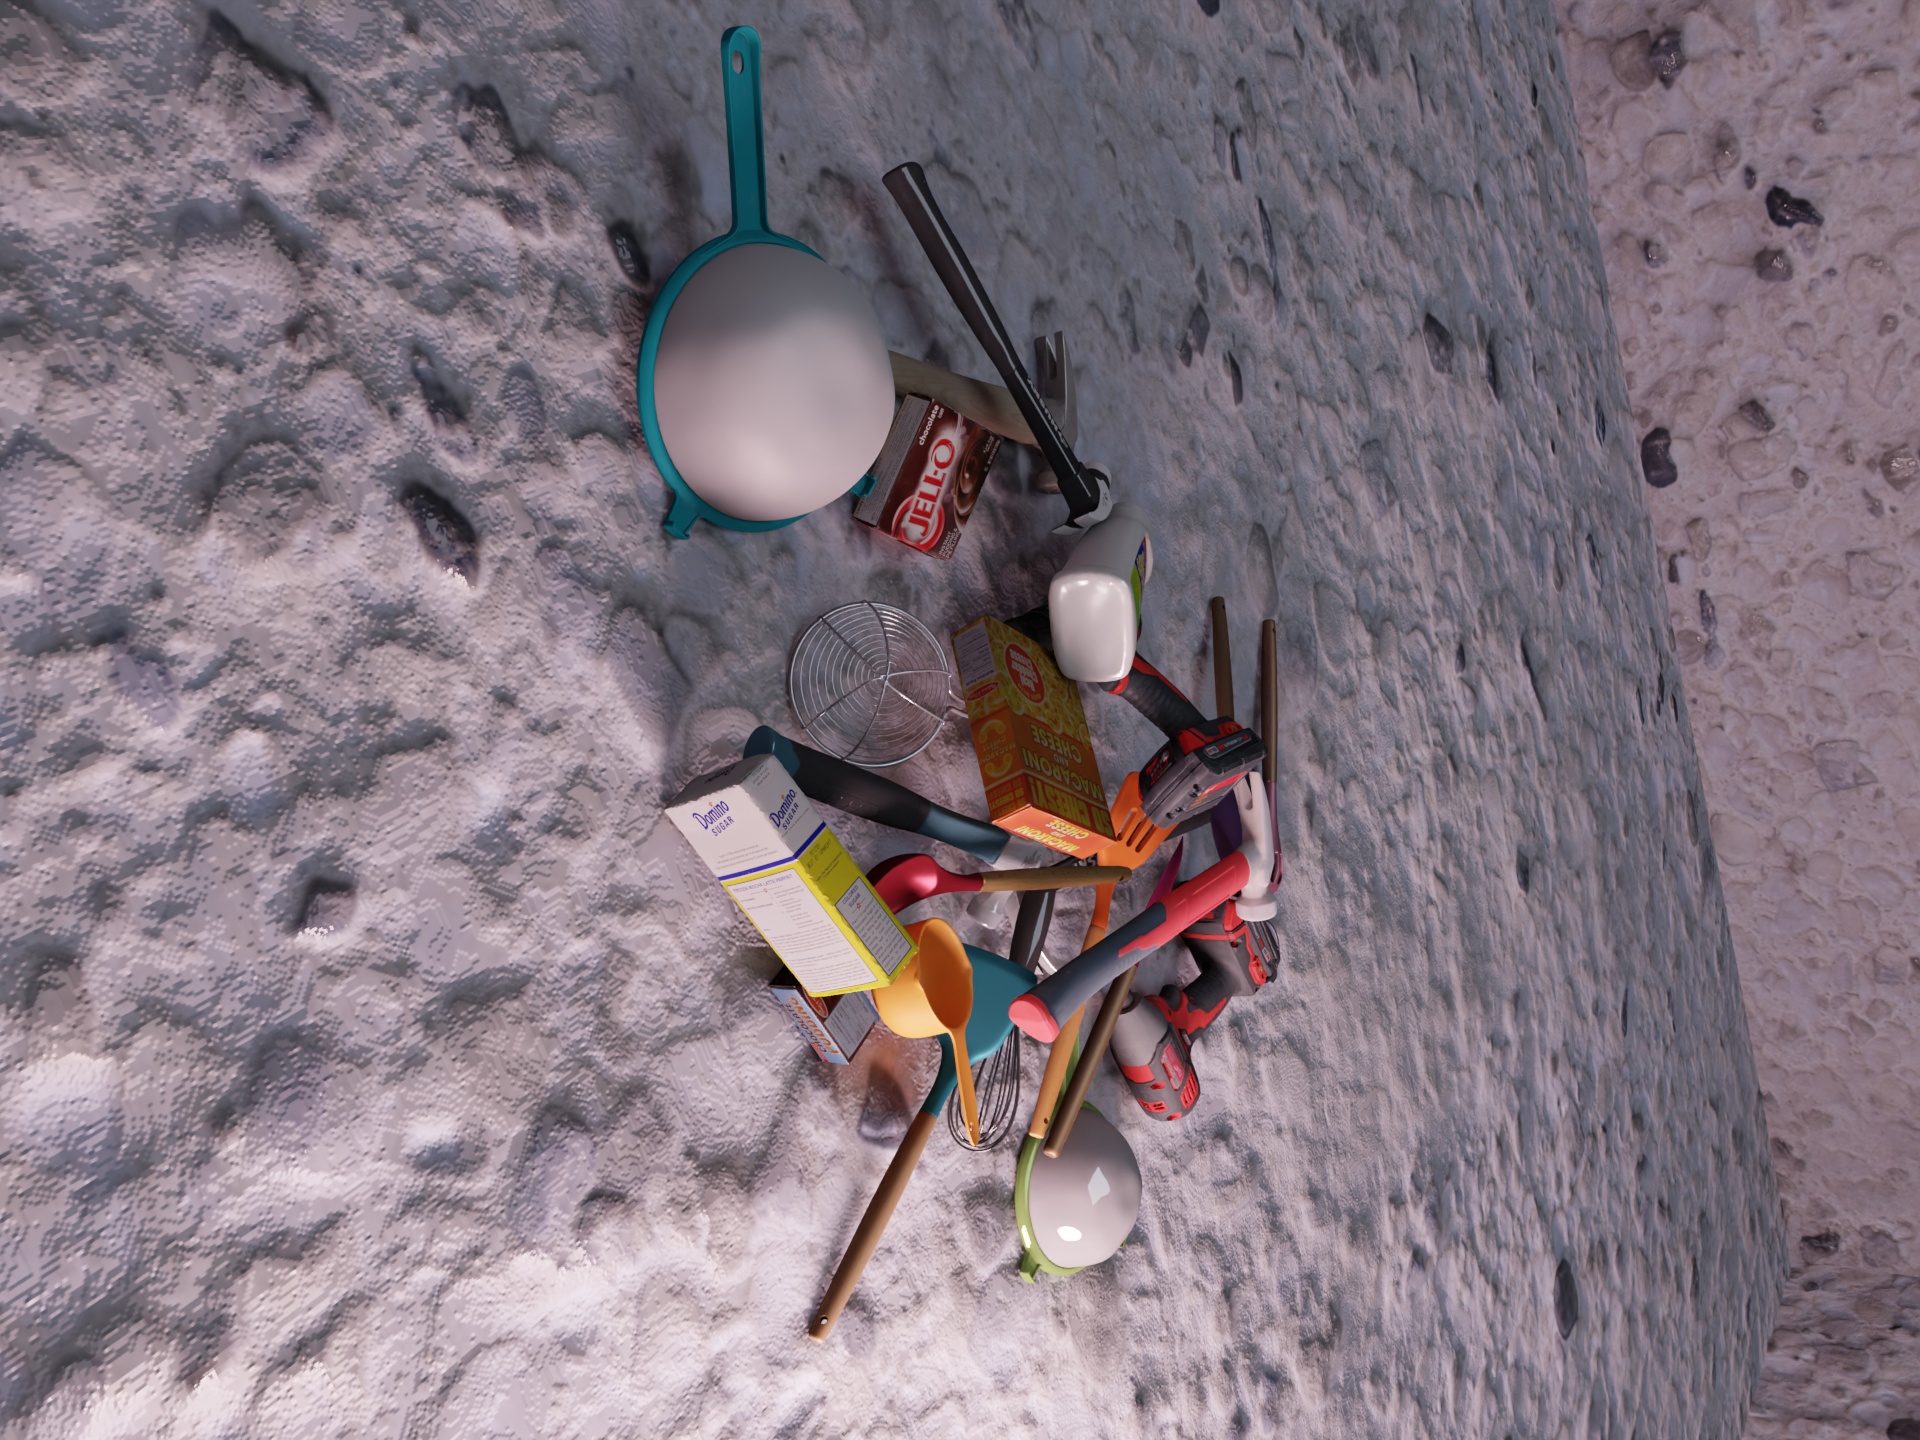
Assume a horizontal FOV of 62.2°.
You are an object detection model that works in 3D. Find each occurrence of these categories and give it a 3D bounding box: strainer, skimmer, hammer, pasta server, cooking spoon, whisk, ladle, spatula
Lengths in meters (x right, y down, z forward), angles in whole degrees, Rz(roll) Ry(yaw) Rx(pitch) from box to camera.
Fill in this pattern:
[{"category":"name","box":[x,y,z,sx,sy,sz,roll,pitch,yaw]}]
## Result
[{"category":"strainer","box":[0.116,0.354,1.381,0.151,0.069,0.256,4,85,-50]},{"category":"skimmer","box":[-0.002,-0.004,1.311,0.363,0.090,0.127,20,74,-59]},{"category":"hammer","box":[-0.035,-0.285,1.296,0.410,0.038,0.146,3,82,-50]},{"category":"pasta server","box":[0.325,0.042,1.711,0.060,0.040,0.316,22,65,-47]},{"category":"cooking spoon","box":[0.139,0.235,1.388,0.068,0.017,0.319,99,16,-60]},{"category":"hammer","box":[0.172,0.112,1.492,0.409,0.036,0.149,-18,101,-47]},{"category":"whisk","box":[0.039,0.233,1.302,0.055,0.055,0.239,32,67,-44]},{"category":"ladle","box":[0.033,0.127,1.260,0.315,0.031,0.069,2,128,-45]},{"category":"strainer","box":[-0.115,-0.292,1.086,0.211,0.095,0.340,-21,117,-42]},{"category":"hammer","box":[0.032,-0.301,1.303,0.334,0.035,0.146,58,23,-20]},{"category":"hammer","box":[0.165,0.161,1.357,0.386,0.038,0.143,-23,109,-49]},{"category":"hammer","box":[-0.041,0.069,1.198,0.330,0.033,0.128,25,99,-48]},{"category":"spatula","box":[-0.039,0.320,1.214,0.044,0.082,0.318,86,28,-56]},{"category":"spatula","box":[0.265,0.009,1.590,0.059,0.018,0.316,26,52,-35]},{"category":"spatula","box":[0.117,0.201,1.369,0.081,0.041,0.323,33,65,-33]}]

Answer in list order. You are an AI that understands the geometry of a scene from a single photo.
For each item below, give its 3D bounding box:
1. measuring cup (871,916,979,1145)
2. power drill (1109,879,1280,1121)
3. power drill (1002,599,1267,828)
[{"category":"measuring cup","box":[-0.025,0.240,1.214,0.095,0.052,0.174,5,73,-65]},{"category":"power drill","box":[0.213,0.255,1.511,0.220,0.078,0.143,-49,122,-38]},{"category":"power drill","box":[0.139,-0.019,1.380,0.188,0.080,0.227,-16,62,-51]}]
